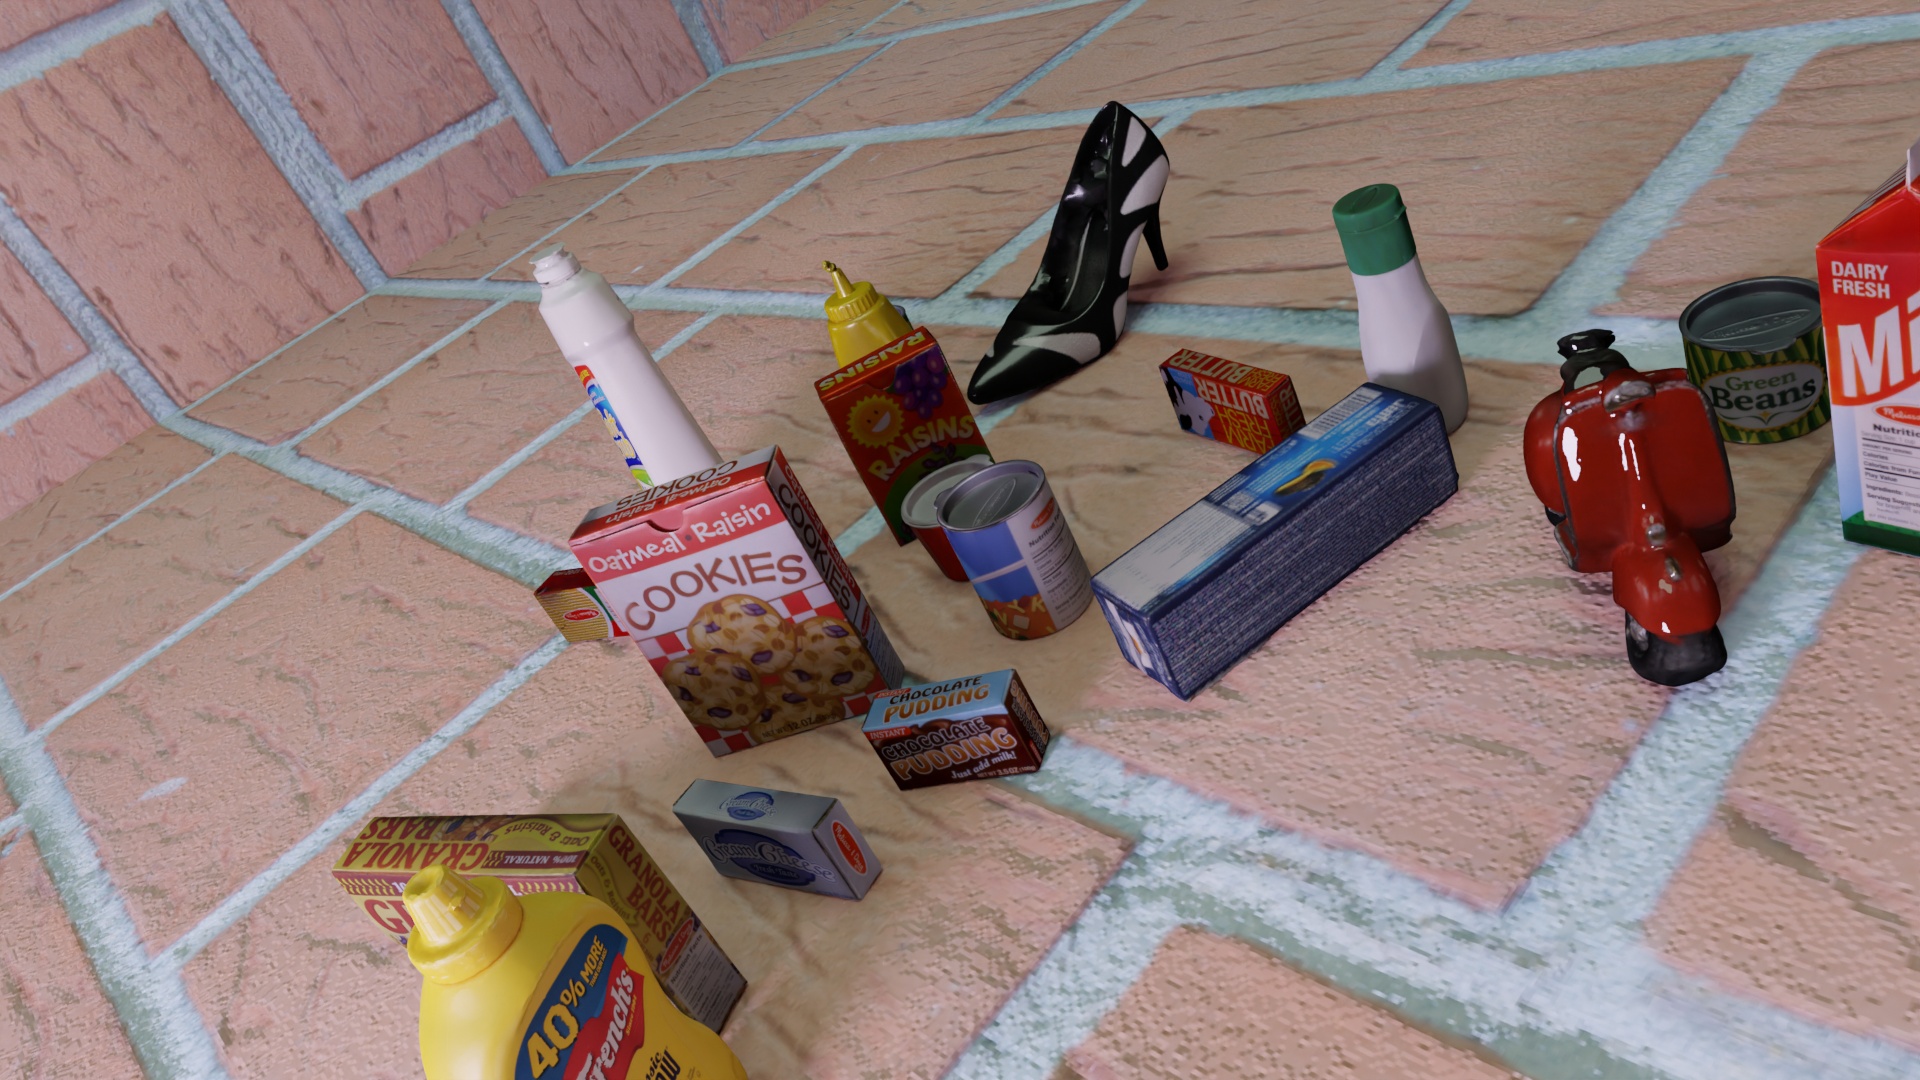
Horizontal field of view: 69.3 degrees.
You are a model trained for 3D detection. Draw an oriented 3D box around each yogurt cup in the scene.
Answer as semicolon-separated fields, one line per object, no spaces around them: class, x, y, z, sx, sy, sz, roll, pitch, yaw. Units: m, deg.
yogurt cup;0.003;-0.011;0.882;0.072;0.053;0.073;-20;30;12

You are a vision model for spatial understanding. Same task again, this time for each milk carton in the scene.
milk carton;0.398;-0.085;0.550;0.072;0.189;0.073;-38;31;-19

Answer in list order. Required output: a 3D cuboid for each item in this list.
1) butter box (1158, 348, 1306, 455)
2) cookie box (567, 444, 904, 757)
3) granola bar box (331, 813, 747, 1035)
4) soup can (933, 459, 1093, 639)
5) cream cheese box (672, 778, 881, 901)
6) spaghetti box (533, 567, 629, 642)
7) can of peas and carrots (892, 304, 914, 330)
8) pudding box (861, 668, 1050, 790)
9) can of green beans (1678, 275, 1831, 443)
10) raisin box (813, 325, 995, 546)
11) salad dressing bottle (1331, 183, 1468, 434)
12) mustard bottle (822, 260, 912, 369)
butter box;0.171;-0.085;0.867;0.024;0.053;0.103;-36;31;-16
cookie box;-0.123;0.039;0.789;0.123;0.166;0.040;-18;31;15
granola bar box;-0.202;0.186;0.663;0.165;0.123;0.039;-8;35;30
soup can;0.031;0.005;0.804;0.071;0.083;0.072;-20;30;12
cream cheese box;-0.094;0.151;0.704;0.103;0.053;0.024;-1;39;38
spaghetti box;-0.189;0.035;0.964;0.250;0.050;0.029;-8;35;30
can of peas and carrots;-0.065;-0.153;1.153;0.071;0.058;0.071;-20;30;12
pudding box;-0.002;0.098;0.719;0.083;0.049;0.030;-12;33;24
can of green beans;0.398;-0.090;0.691;0.071;0.057;0.071;-20;30;12
raisin box;-0.033;-0.069;0.931;0.086;0.123;0.040;-27;29;-1
salad dressing bottle;0.246;-0.126;0.778;0.044;0.147;0.064;7;43;44
mustard bottle;-0.061;-0.141;1.030;0.065;0.159;0.049;-15;31;20
